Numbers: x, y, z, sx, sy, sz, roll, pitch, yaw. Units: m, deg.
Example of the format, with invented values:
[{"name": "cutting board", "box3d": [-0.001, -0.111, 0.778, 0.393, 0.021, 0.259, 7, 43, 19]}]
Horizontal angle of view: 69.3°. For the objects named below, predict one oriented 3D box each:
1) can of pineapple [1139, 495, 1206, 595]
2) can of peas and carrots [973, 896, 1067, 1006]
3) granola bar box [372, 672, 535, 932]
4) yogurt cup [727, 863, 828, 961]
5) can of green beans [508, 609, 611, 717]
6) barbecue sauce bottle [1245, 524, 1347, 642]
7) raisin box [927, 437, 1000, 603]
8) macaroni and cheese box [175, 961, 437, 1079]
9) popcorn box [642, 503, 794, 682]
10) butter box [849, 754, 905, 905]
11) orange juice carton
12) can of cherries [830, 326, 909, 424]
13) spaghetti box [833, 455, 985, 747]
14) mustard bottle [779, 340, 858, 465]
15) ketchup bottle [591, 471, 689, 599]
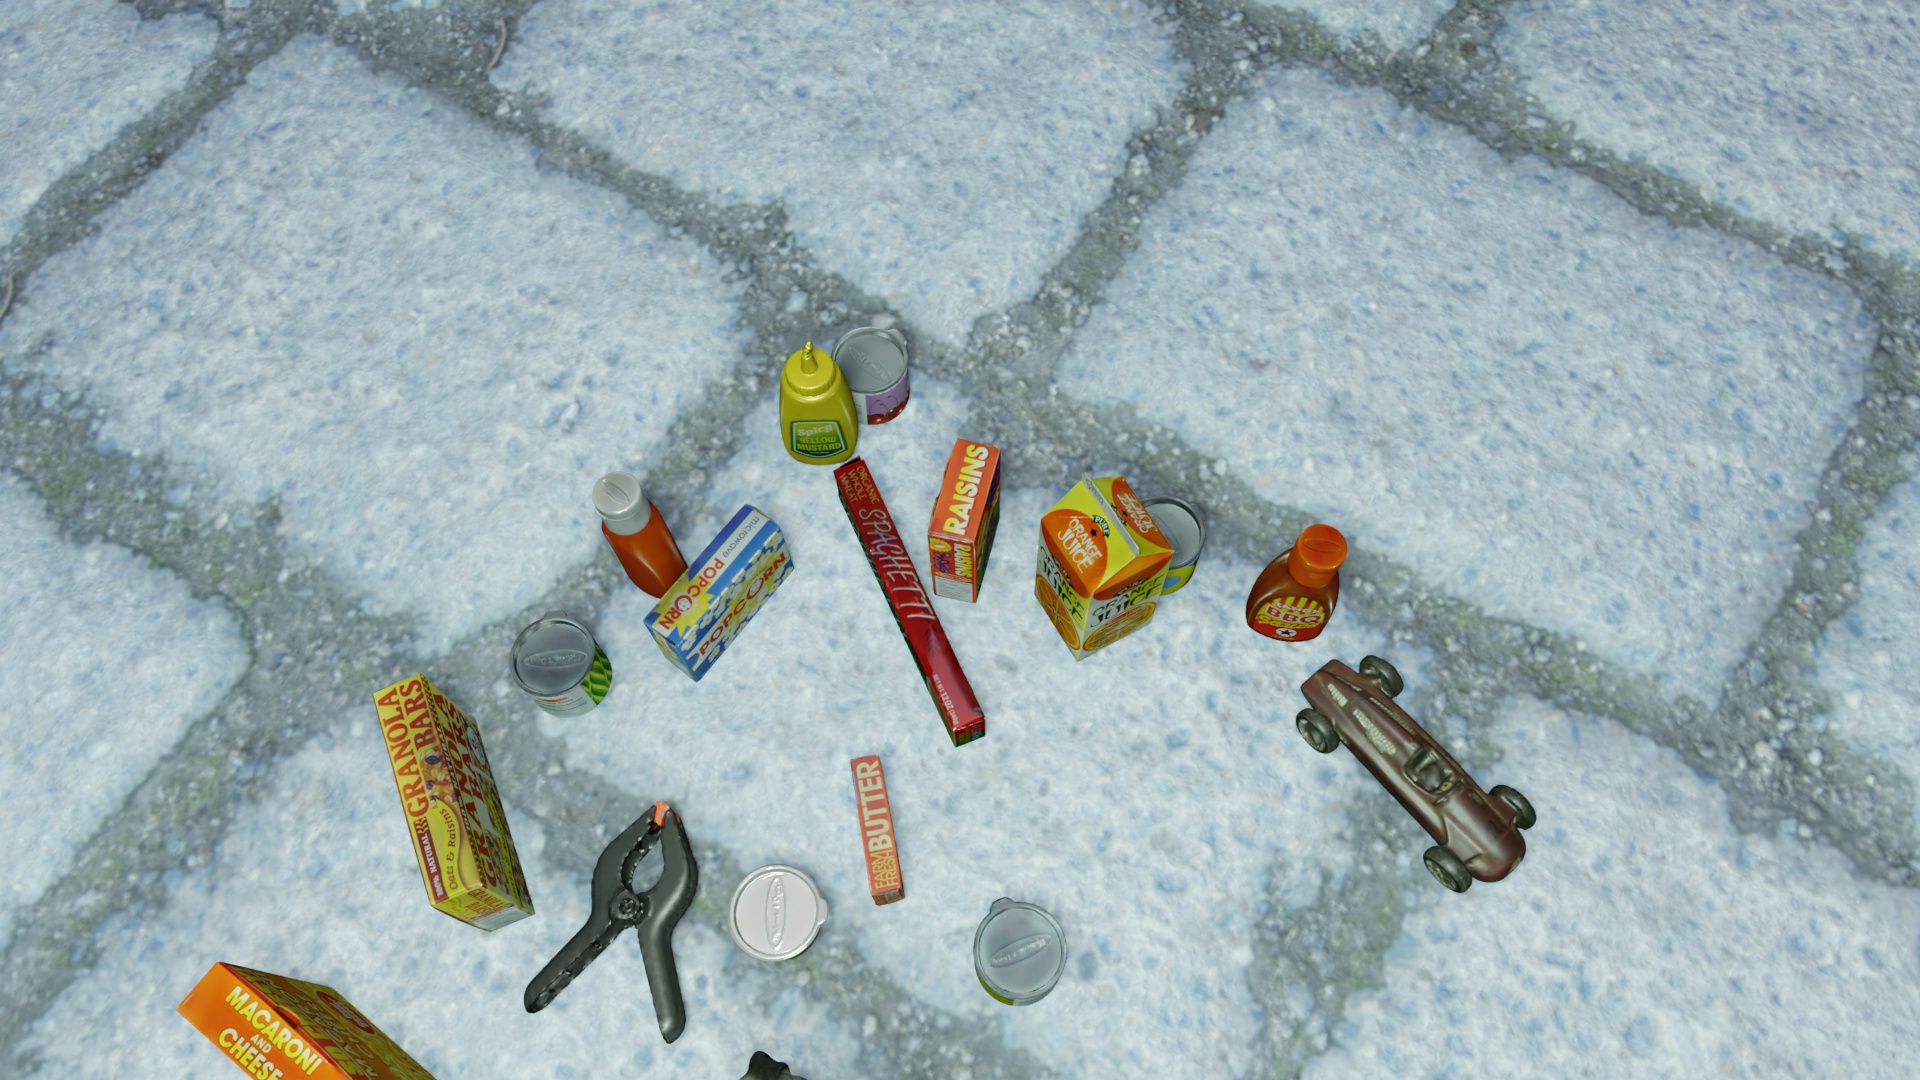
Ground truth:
[{"name": "can of pineapple", "box3d": [0.164, 0.004, 1.130, 0.071, 0.057, 0.071, 0, 66, 1]}, {"name": "can of peas and carrots", "box3d": [0.041, 0.296, 0.998, 0.071, 0.058, 0.071, 0, 66, 1]}, {"name": "granola bar box", "box3d": [-0.369, 0.194, 1.013, 0.039, 0.123, 0.166, -22, 67, -9]}, {"name": "yogurt cup", "box3d": [-0.132, 0.274, 1.012, 0.072, 0.053, 0.072, 0, 66, 1]}, {"name": "can of green beans", "box3d": [-0.313, 0.100, 1.092, 0.071, 0.057, 0.071, 0, 66, 1]}, {"name": "barbecue sauce bottle", "box3d": [0.262, 0.033, 1.066, 0.065, 0.148, 0.044, 10, 66, 5]}, {"name": "raisin box", "box3d": [0.004, -0.014, 1.105, 0.040, 0.123, 0.086, 14, 67, 7]}, {"name": "macaroni and cheese box", "box3d": [-0.425, 0.340, 0.924, 0.124, 0.165, 0.040, 33, 70, 14]}, {"name": "popcorn box", "box3d": [-0.189, 0.042, 1.102, 0.038, 0.085, 0.127, 33, 70, 15]}, {"name": "butter box", "box3d": [-0.062, 0.217, 1.038, 0.024, 0.053, 0.104, -10, 66, -4]}, {"name": "orange juice carton", "box3d": [0.106, 0.017, 1.051, 0.073, 0.192, 0.072, -27, 68, -11]}, {"name": "can of cherries", "box3d": [-0.075, -0.143, 1.200, 0.071, 0.058, 0.072, 0, 66, 1]}, {"name": "spaghetti box", "box3d": [-0.043, 0.047, 1.118, 0.029, 0.050, 0.251, -23, 67, -9]}, {"name": "mustard bottle", "box3d": [-0.119, -0.115, 1.132, 0.065, 0.159, 0.049, -3, 66, 0]}, {"name": "ketchup bottle", "box3d": [-0.253, -0.005, 1.090, 0.065, 0.148, 0.044, 38, 72, 16]}]
